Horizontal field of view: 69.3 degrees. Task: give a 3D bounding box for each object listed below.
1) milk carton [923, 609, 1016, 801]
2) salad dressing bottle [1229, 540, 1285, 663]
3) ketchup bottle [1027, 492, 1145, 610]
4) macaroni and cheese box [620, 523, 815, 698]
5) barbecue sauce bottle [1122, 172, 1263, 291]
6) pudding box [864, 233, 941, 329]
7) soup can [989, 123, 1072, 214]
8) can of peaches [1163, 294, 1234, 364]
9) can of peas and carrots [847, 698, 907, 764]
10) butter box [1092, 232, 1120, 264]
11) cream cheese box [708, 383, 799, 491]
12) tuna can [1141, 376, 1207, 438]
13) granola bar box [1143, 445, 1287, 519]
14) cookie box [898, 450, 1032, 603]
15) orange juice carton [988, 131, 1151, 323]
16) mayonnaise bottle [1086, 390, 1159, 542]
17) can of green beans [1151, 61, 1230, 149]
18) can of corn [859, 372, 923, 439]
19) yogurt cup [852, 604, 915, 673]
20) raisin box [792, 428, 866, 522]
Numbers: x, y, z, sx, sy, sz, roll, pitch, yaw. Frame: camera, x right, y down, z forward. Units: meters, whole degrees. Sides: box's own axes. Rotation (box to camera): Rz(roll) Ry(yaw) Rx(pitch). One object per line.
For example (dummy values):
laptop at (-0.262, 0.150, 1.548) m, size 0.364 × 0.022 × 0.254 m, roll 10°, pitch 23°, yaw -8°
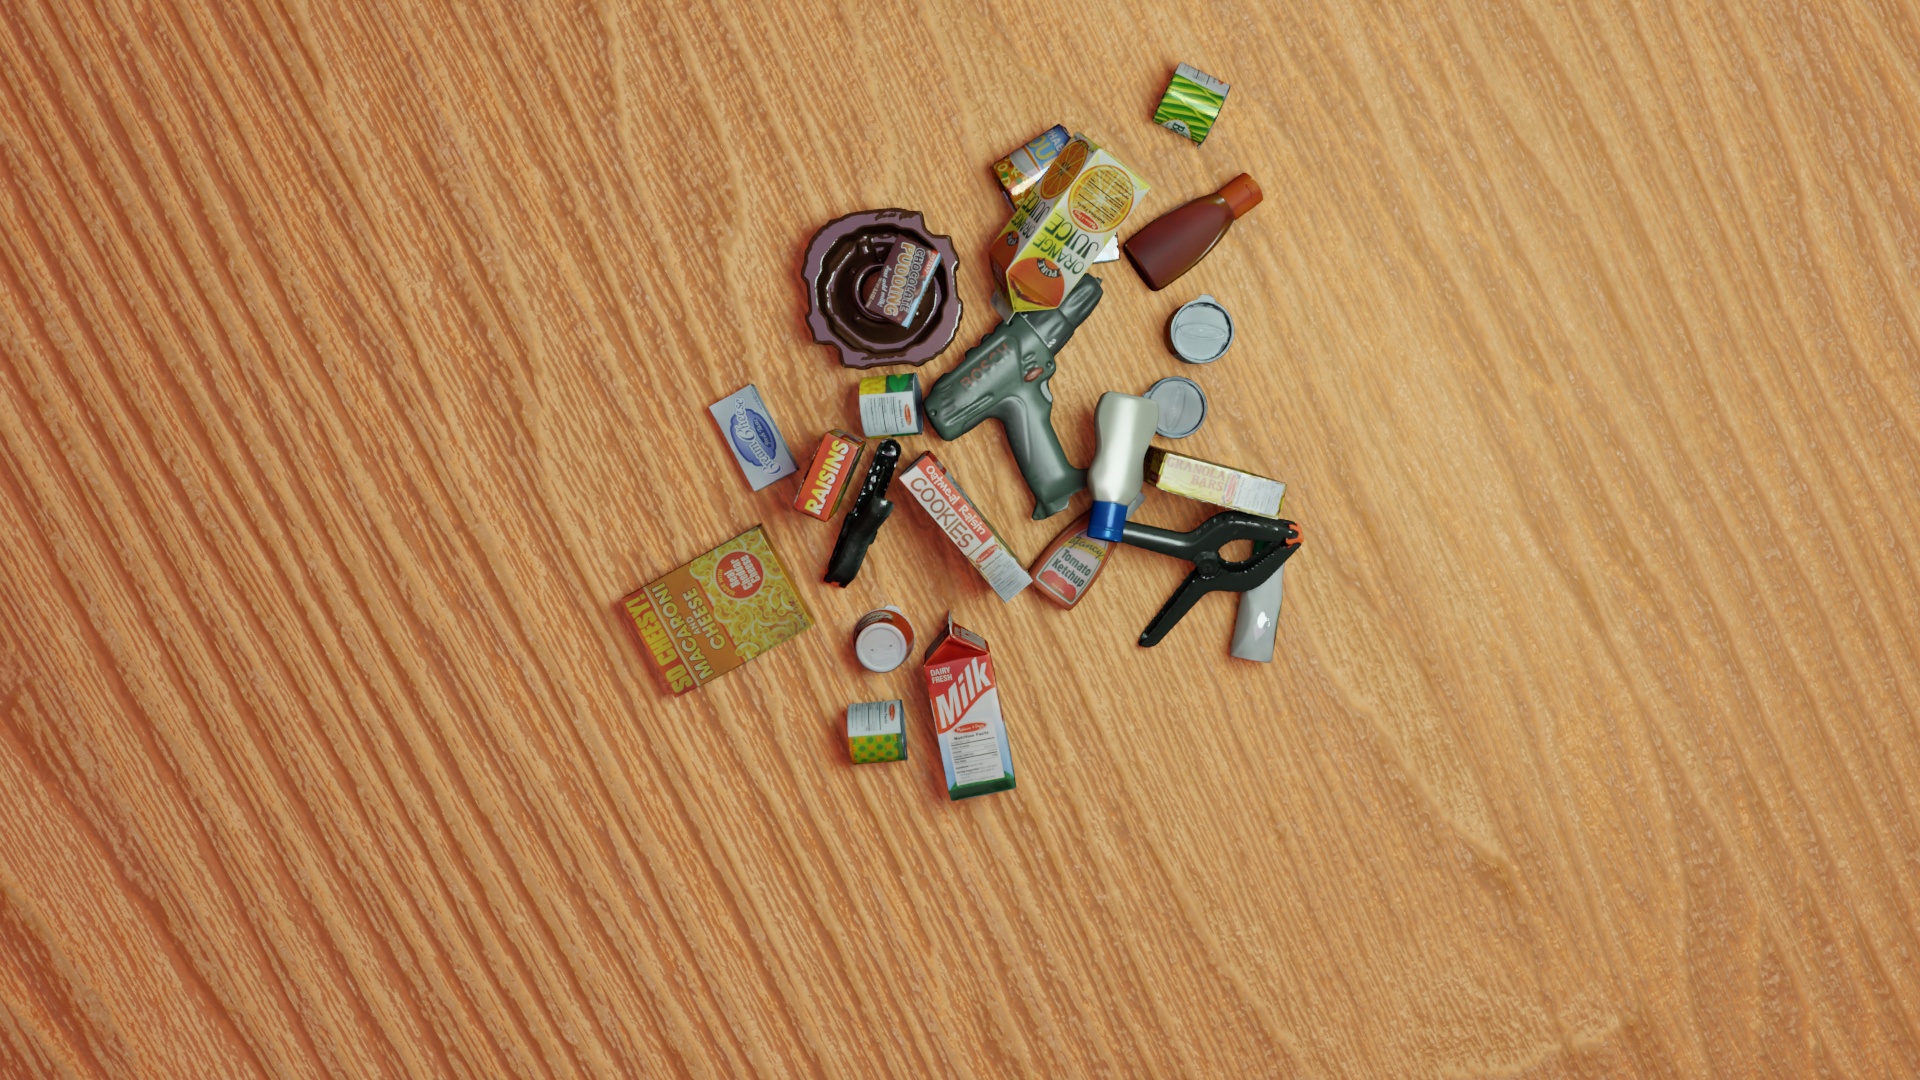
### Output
milk carton at (0.006, 0.171, 1.482) m, size 0.073 × 0.072 × 0.190 m, roll -11°, pitch 96°, yaw 0°
salad dressing bottle at (0.323, 0.055, 1.482) m, size 0.044 × 0.064 × 0.147 m, roll 11°, pitch 88°, yaw 0°
ketchup bottle at (0.138, 0.000, 1.482) m, size 0.064 × 0.043 × 0.148 m, roll 38°, pitch 93°, yaw -8°
macaroni and cheese box at (-0.258, 0.075, 1.485) m, size 0.166 × 0.040 × 0.123 m, roll -28°, pitch 95°, yaw 1°
barbecue sauce bottle at (0.246, -0.327, 1.453) m, size 0.148 × 0.044 × 0.065 m, roll -36°, pitch 95°, yaw 2°
pudding box at (-0.058, -0.261, 1.406) m, size 0.050 × 0.030 × 0.083 m, roll 26°, pitch 94°, yaw -2°
soup can at (0.081, -0.381, 1.432) m, size 0.084 × 0.071 × 0.071 m, roll -31°, pitch 95°, yaw 2°
can of peaches at (0.249, -0.220, 1.455) m, size 0.071 × 0.058 × 0.071 m, roll 0°, pitch 95°, yaw 0°
can of peas and carrots at (-0.089, 0.207, 1.488) m, size 0.059 × 0.071 × 0.071 m, roll -5°, pitch 96°, yaw 0°
butter box at (0.114, -0.314, 1.462) m, size 0.103 × 0.024 × 0.053 m, roll -7°, pitch 97°, yaw 0°
cream cheese box at (-0.219, -0.109, 1.477) m, size 0.053 × 0.024 × 0.103 m, roll -28°, pitch 95°, yaw 3°
tuna can at (0.224, -0.142, 1.475) m, size 0.071 × 0.033 × 0.071 m, roll 0°, pitch 95°, yaw -1°
granola bar box at (0.250, -0.061, 1.416) m, size 0.124 × 0.166 × 0.039 m, roll 15°, pitch 96°, yaw -2°
cookie box at (0.005, -0.018, 1.438) m, size 0.040 × 0.123 × 0.167 m, roll -40°, pitch 95°, yaw 3°
orange juice carton at (0.095, -0.306, 1.397) m, size 0.073 × 0.072 × 0.192 m, roll 30°, pitch 108°, yaw -28°
mayonnaise bottle at (0.158, -0.073, 1.403) m, size 0.065 × 0.041 × 0.148 m, roll 11°, pitch 87°, yaw -8°
can of green beans at (0.237, -0.450, 1.430) m, size 0.058 × 0.071 × 0.071 m, roll 25°, pitch 95°, yaw -2°
can of corn at (-0.072, -0.141, 1.455) m, size 0.058 × 0.071 × 0.071 m, roll -5°, pitch 96°, yaw 5°
yogurt cup at (-0.083, 0.110, 1.484) m, size 0.072 × 0.054 × 0.072 m, roll 0°, pitch 96°, yaw 0°
raisin box at (-0.134, -0.069, 1.432) m, size 0.040 × 0.123 × 0.086 m, roll 24°, pitch 95°, yaw -3°
